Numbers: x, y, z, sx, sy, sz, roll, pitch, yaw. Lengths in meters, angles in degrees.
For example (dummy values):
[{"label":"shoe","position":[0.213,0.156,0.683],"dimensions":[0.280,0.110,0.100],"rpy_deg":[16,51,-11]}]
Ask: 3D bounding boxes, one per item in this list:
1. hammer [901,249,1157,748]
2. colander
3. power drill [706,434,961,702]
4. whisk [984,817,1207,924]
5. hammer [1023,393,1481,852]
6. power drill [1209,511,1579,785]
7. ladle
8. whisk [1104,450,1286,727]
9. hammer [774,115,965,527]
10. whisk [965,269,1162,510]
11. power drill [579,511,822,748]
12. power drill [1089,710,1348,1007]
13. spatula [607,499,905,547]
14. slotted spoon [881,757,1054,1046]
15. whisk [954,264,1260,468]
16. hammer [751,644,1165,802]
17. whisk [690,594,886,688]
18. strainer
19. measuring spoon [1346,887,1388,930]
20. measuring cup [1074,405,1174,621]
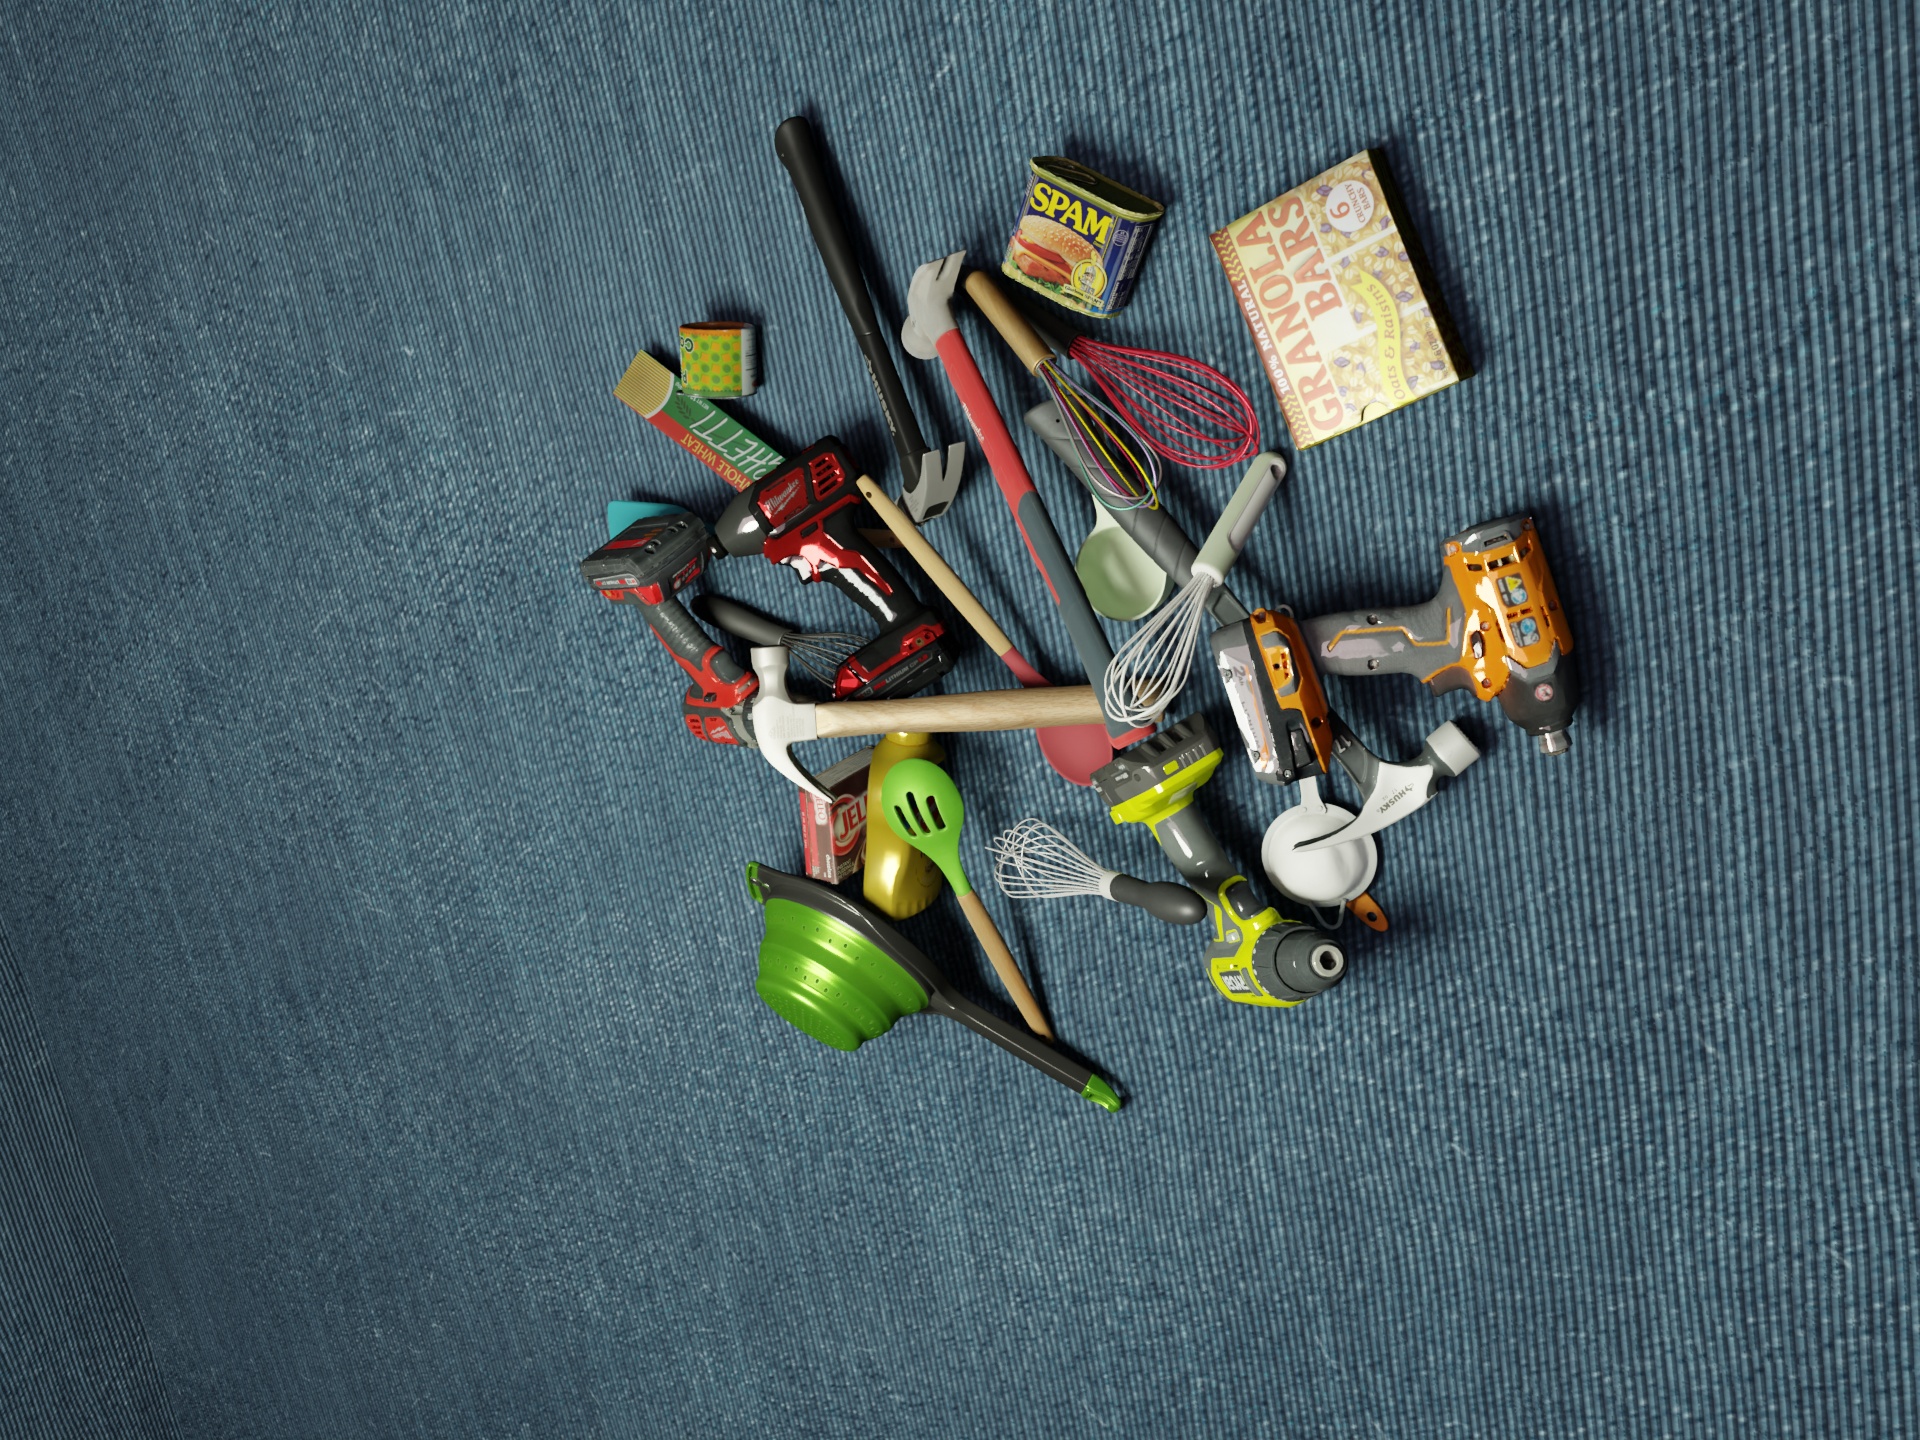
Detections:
[{"label":"hammer","position":[0.055,-0.162,1.197],"dimensions":[0.386,0.038,0.143],"rpy_deg":[65,168,5]},{"label":"colander","position":[-0.047,0.272,1.424],"dimensions":[0.397,0.094,0.204],"rpy_deg":[29,157,9]},{"label":"power drill","position":[-0.106,-0.111,1.328],"dimensions":[0.143,0.078,0.219],"rpy_deg":[-31,96,6]},{"label":"whisk","position":[0.105,0.128,1.270],"dimensions":[0.285,0.070,0.070],"rpy_deg":[10,116,61]},{"label":"hammer","position":[0.189,-0.082,1.174],"dimensions":[0.149,0.036,0.409],"rpy_deg":[-42,83,15]},{"label":"power drill","position":[0.302,-0.030,1.087],"dimensions":[0.226,0.084,0.164],"rpy_deg":[-19,91,13]},{"label":"ladle","position":[0.020,-0.076,1.300],"dimensions":[0.069,0.031,0.315],"rpy_deg":[-35,98,38]},{"label":"whisk","position":[0.170,-0.096,1.116],"dimensions":[0.059,0.246,0.057],"rpy_deg":[4,145,51]},{"label":"hammer","position":[-0.077,-0.324,1.275],"dimensions":[0.146,0.035,0.335],"rpy_deg":[156,94,-74]},{"label":"whisk","position":[0.073,-0.241,1.158],"dimensions":[0.051,0.047,0.245],"rpy_deg":[-44,64,22]},{"label":"power drill","position":[-0.221,-0.069,1.419],"dimensions":[0.188,0.080,0.226],"rpy_deg":[4,130,50]},{"label":"power drill","position":[0.200,0.113,1.202],"dimensions":[0.228,0.080,0.190],"rpy_deg":[59,167,4]},{"label":"spatula","position":[-0.182,-0.161,1.430],"dimensions":[0.317,0.044,0.082],"rpy_deg":[4,110,32]},{"label":"slotted spoon","position":[0.016,0.166,1.372],"dimensions":[0.070,0.031,0.313],"rpy_deg":[-18,117,19]},{"label":"whisk","position":[0.101,-0.271,1.188],"dimensions":[0.296,0.073,0.073],"rpy_deg":[36,124,25]},{"label":"hammer","position":[-0.002,-0.004,1.278],"dimensions":[0.331,0.031,0.130],"rpy_deg":[-3,96,5]},{"label":"whisk","position":[-0.160,-0.075,1.446],"dimensions":[0.239,0.055,0.055],"rpy_deg":[22,118,31]},{"label":"strainer","position":[0.260,0.040,1.202],"dimensions":[0.087,0.050,0.258],"rpy_deg":[-8,97,20]},{"label":"measuring spoon","position":[0.287,0.121,1.236],"dimensions":[0.117,0.011,0.021],"rpy_deg":[46,126,12]},{"label":"measuring cup","position":[0.121,-0.161,1.230],"dimensions":[0.083,0.038,0.167],"rpy_deg":[-9,97,32]}]
